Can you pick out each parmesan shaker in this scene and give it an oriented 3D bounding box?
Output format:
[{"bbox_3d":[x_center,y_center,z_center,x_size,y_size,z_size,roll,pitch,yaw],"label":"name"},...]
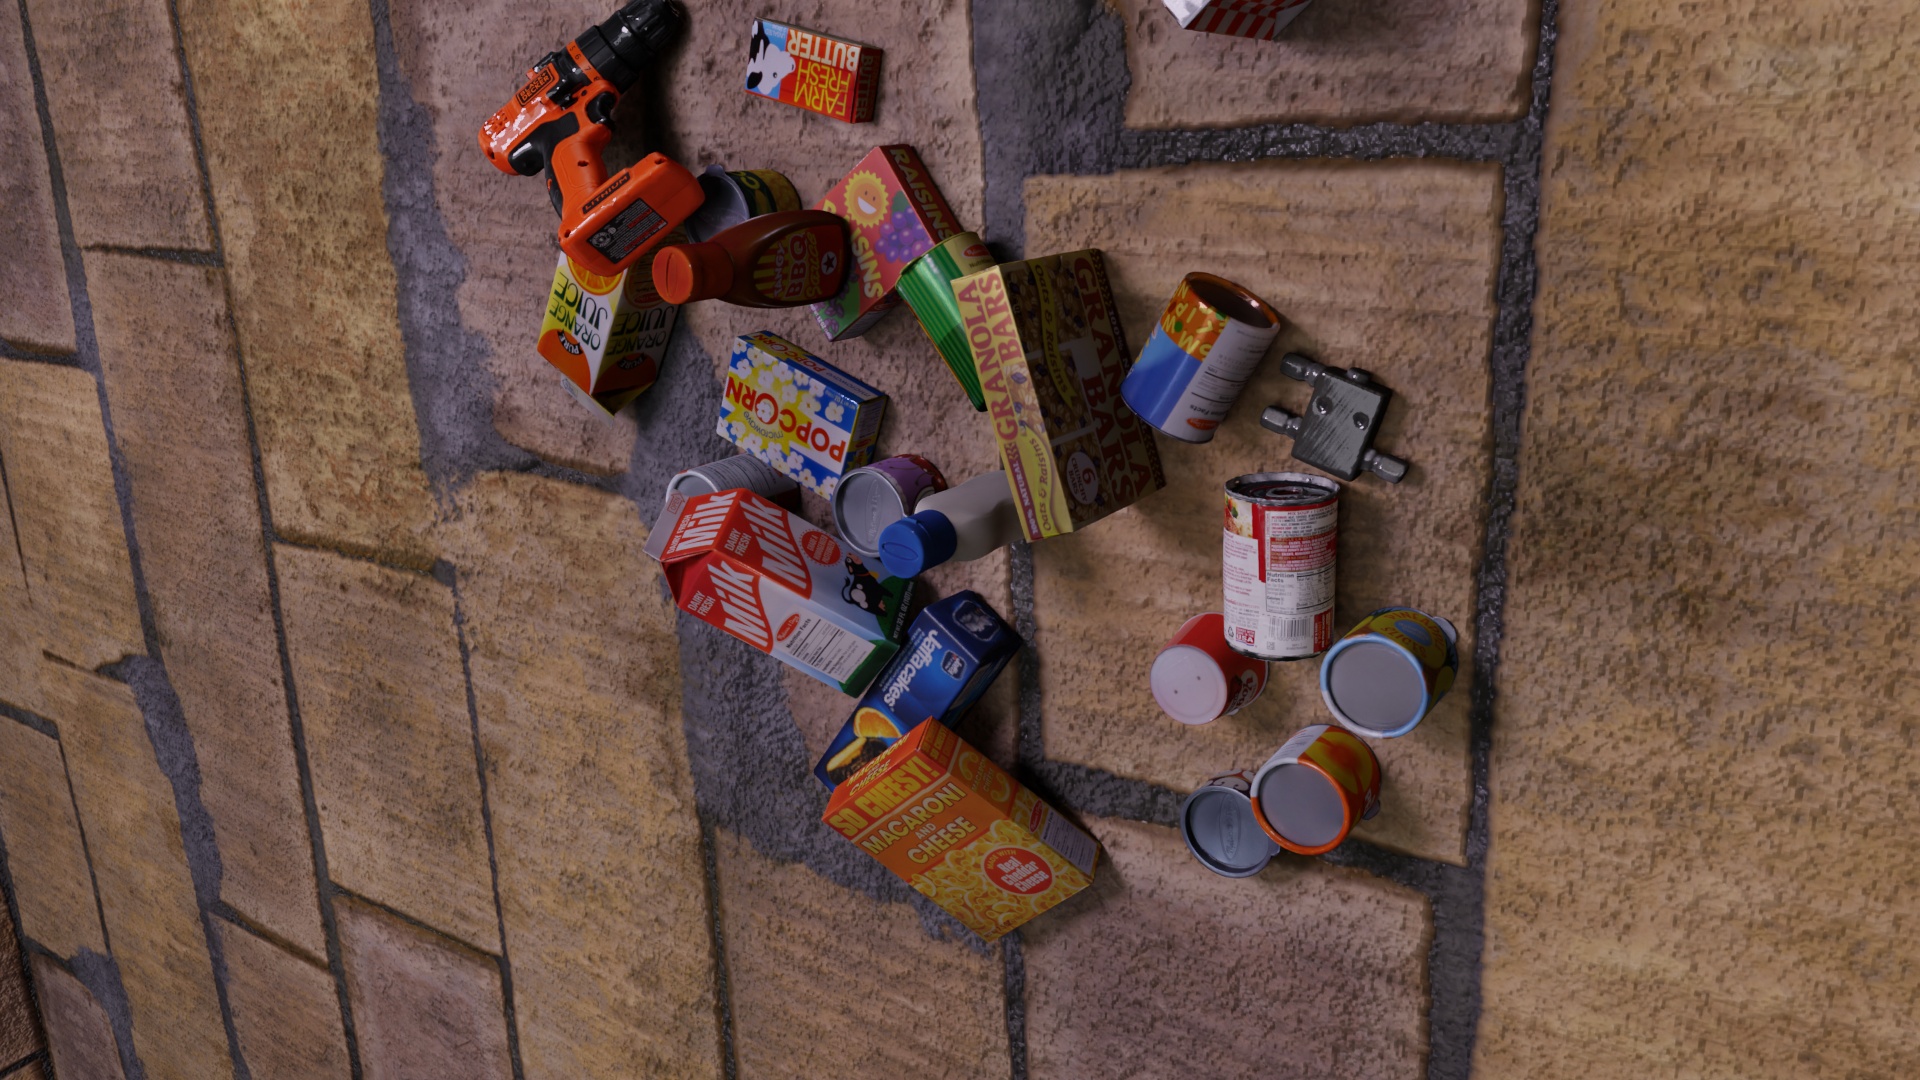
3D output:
[{"bbox_3d":[0.010,-0.144,0.926,0.071,0.071,0.103,-38,82,37],"label":"parmesan shaker"}]

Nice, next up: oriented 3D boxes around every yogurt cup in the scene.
[{"bbox_3d":[0.159,0.086,0.904,0.072,0.054,0.072,11,110,33],"label":"yogurt cup"}]

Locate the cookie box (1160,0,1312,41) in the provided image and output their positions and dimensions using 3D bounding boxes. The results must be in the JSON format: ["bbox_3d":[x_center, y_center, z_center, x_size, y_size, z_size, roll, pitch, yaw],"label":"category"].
[{"bbox_3d":[0.112,-0.353,0.757,0.040,0.123,0.167,-40,80,36],"label":"cookie box"}]

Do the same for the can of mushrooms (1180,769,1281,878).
[{"bbox_3d":[0.186,0.190,0.929,0.071,0.033,0.070,11,110,33],"label":"can of mushrooms"}]

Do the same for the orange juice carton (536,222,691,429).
[{"bbox_3d":[-0.279,-0.186,1.117,0.072,0.073,0.191,39,123,21],"label":"orange juice carton"}]

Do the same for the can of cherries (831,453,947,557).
[{"bbox_3d":[-0.049,-0.025,1.013,0.071,0.058,0.071,11,109,32],"label":"can of cherries"}]

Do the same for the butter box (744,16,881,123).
[{"bbox_3d":[-0.105,-0.331,0.979,0.103,0.024,0.053,25,117,27],"label":"butter box"}]

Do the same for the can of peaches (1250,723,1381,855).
[{"bbox_3d":[0.226,0.158,0.876,0.071,0.058,0.071,11,110,33],"label":"can of peaches"}]

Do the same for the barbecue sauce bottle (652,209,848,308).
[{"bbox_3d":[-0.137,-0.183,0.919,0.044,0.149,0.064,21,116,30],"label":"barbecue sauce bottle"}]

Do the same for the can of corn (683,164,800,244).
[{"bbox_3d":[-0.160,-0.242,1.024,0.071,0.058,0.071,12,111,32],"label":"can of corn"}]

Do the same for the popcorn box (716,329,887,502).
[{"bbox_3d":[-0.122,-0.095,1.055,0.127,0.038,0.084,30,120,24],"label":"popcorn box"}]

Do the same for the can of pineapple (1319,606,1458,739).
[{"bbox_3d":[0.256,0.077,0.829,0.071,0.058,0.070,11,110,32],"label":"can of pineapple"}]

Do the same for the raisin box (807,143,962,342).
[{"bbox_3d":[-0.064,-0.208,0.980,0.123,0.040,0.086,-34,83,39],"label":"raisin box"}]

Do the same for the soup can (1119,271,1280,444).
[{"bbox_3d":[0.144,-0.113,0.846,0.071,0.071,0.083,40,123,19],"label":"soup can"}]

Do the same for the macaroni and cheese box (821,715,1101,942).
[{"bbox_3d":[0.000,0.215,1.023,0.166,0.040,0.123,39,127,-13],"label":"macaroni and cheese box"}]

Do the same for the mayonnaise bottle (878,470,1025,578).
[{"bbox_3d":[0.003,-0.012,0.923,0.065,0.149,0.041,16,113,31],"label":"mayonnaise bottle"}]

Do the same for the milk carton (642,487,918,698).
[{"bbox_3d":[-0.134,0.030,1.010,0.190,0.073,0.073,29,130,-13],"label":"milk carton"}]

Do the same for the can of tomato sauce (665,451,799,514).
[{"bbox_3d":[-0.179,-0.031,1.087,0.071,0.083,0.071,12,111,32],"label":"can of tomato sauce"}]

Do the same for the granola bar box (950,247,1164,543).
[{"bbox_3d":[0.065,-0.095,0.869,0.039,0.125,0.165,-12,97,37],"label":"granola bar box"}]
